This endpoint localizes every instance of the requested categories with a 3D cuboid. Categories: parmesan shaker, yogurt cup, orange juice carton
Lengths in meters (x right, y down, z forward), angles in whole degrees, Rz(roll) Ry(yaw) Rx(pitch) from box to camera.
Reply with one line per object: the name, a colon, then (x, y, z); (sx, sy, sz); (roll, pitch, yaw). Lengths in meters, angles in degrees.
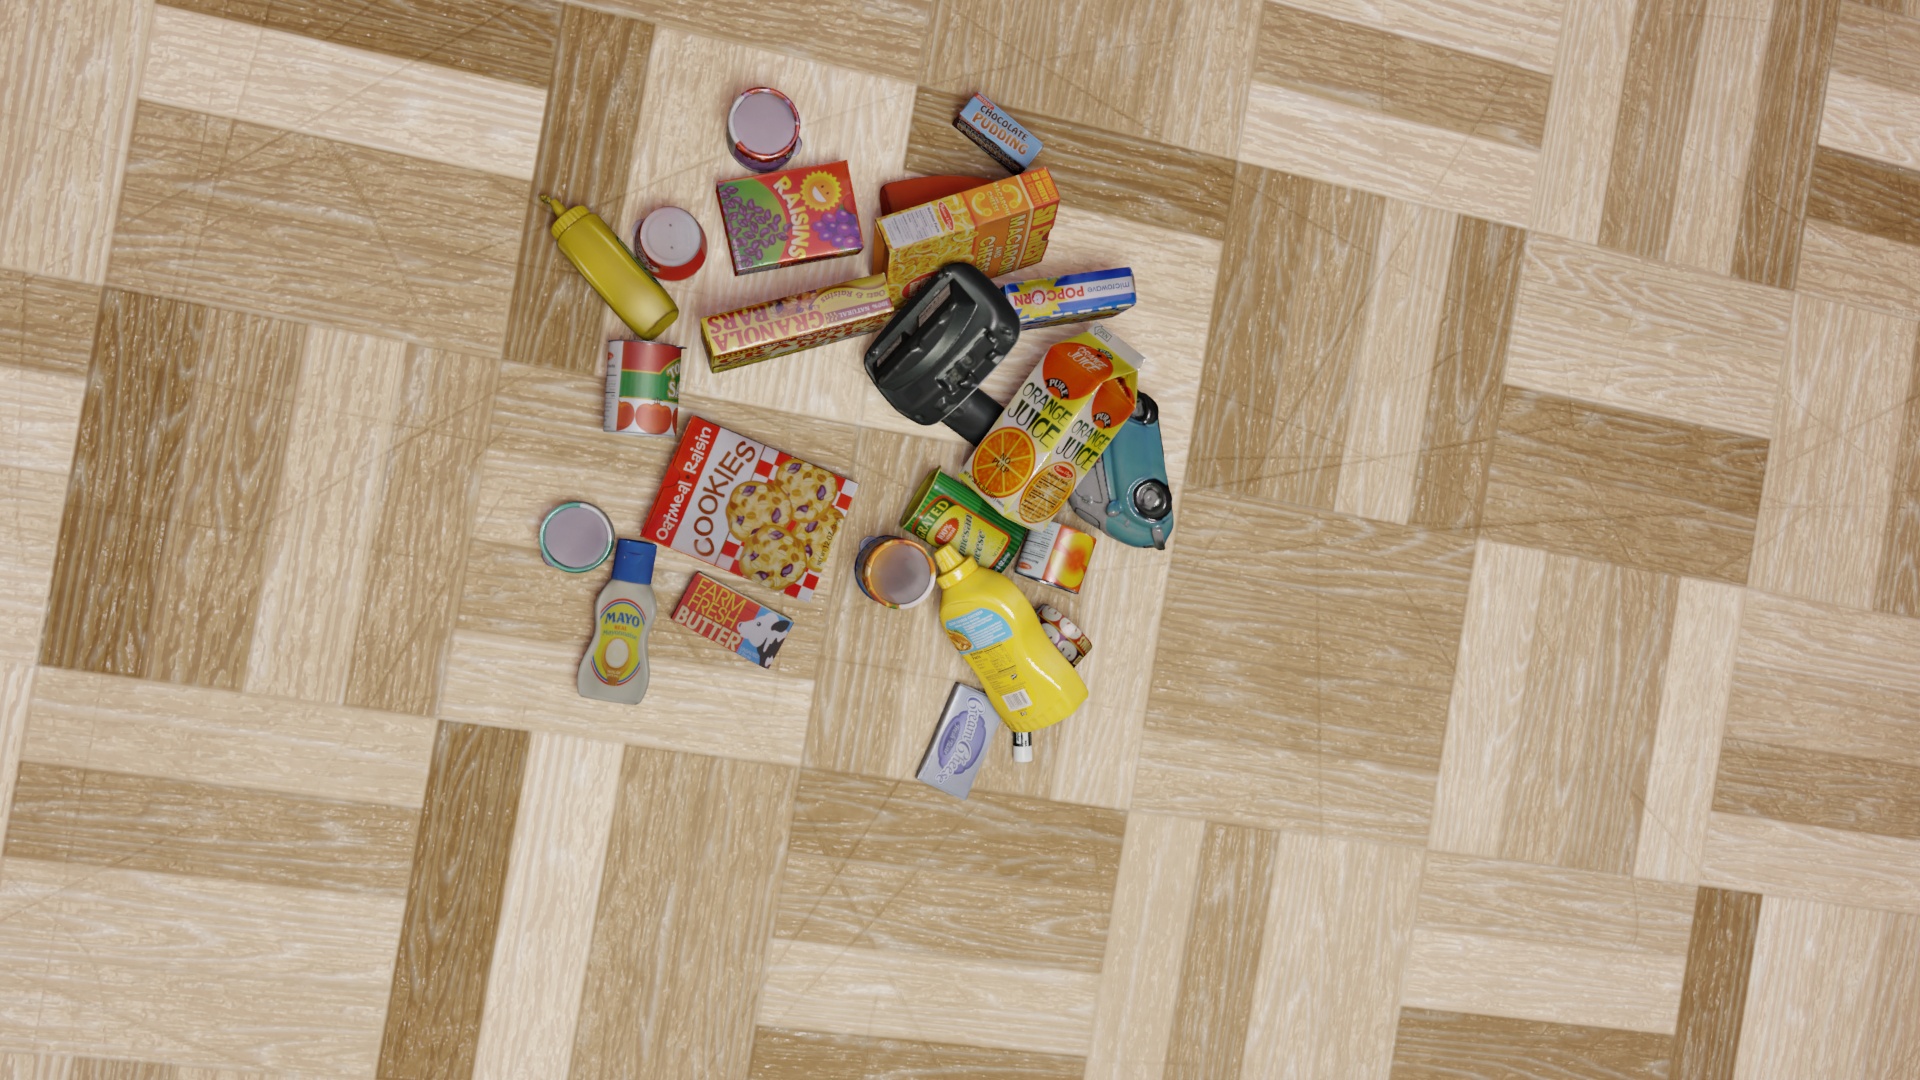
parmesan shaker: (0.005, -0.017, 1.323); (0.103, 0.071, 0.071); (31, 85, -10)
yogurt cup: (-0.265, -0.274, 1.272); (0.072, 0.054, 0.072); (0, 92, -12)
orange juice carton: (0.092, -0.109, 1.292); (0.192, 0.072, 0.073); (-54, 145, 9)

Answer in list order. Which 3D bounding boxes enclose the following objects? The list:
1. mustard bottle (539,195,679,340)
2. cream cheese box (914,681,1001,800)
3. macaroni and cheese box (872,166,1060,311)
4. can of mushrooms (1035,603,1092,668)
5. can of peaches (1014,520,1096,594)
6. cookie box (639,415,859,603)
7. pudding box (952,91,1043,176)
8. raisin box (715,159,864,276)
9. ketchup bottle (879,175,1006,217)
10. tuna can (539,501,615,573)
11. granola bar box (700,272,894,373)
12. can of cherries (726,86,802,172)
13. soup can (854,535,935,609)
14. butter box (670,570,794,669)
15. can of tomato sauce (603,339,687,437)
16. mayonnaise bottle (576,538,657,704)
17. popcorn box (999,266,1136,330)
mustard bottle: (-0.323, -0.254, 1.257); (0.049, 0.065, 0.160); (-41, 95, -3)
cream cheese box: (0.000, 0.194, 1.349); (0.053, 0.024, 0.104); (24, 86, -11)
macaroni and cheese box: (0.003, -0.276, 1.289); (0.167, 0.123, 0.040); (-20, 76, -10)
can of mushrooms: (0.095, 0.095, 1.345); (0.071, 0.071, 0.033); (44, 82, -9)
can of peaches: (0.094, 0.015, 1.345); (0.071, 0.071, 0.058); (19, 87, -11)
cookie box: (-0.196, -0.029, 1.297); (0.167, 0.040, 0.123); (23, 87, -11)
pudding box: (0.036, -0.389, 1.333); (0.083, 0.049, 0.030); (37, 86, -10)
raisin box: (-0.159, -0.302, 1.300); (0.123, 0.040, 0.086); (-13, 93, -12)
ketchup bottle: (0.000, -0.321, 1.330); (0.149, 0.043, 0.064); (-12, 89, -11)
tuna can: (-0.353, -0.001, 1.270); (0.071, 0.033, 0.071); (0, 91, -12)
granola bar box: (-0.150, -0.195, 1.261); (0.166, 0.124, 0.039); (-16, 93, -10)
can of cherries: (-0.180, -0.379, 1.284); (0.071, 0.058, 0.071); (0, 91, -11)
soup can: (-0.064, 0.027, 1.303); (0.071, 0.084, 0.071); (0, 91, -11)
butter box: (-0.214, 0.075, 1.304); (0.103, 0.024, 0.053); (29, 85, -11)
can of tomato sauce: (-0.287, -0.137, 1.264); (0.071, 0.071, 0.083); (4, 91, -11)
mayonnaise bottle: (-0.309, 0.073, 1.276); (0.065, 0.041, 0.148); (10, 90, -9)
popcorn box: (0.096, -0.229, 1.330); (0.127, 0.085, 0.038); (-10, 92, -11)
